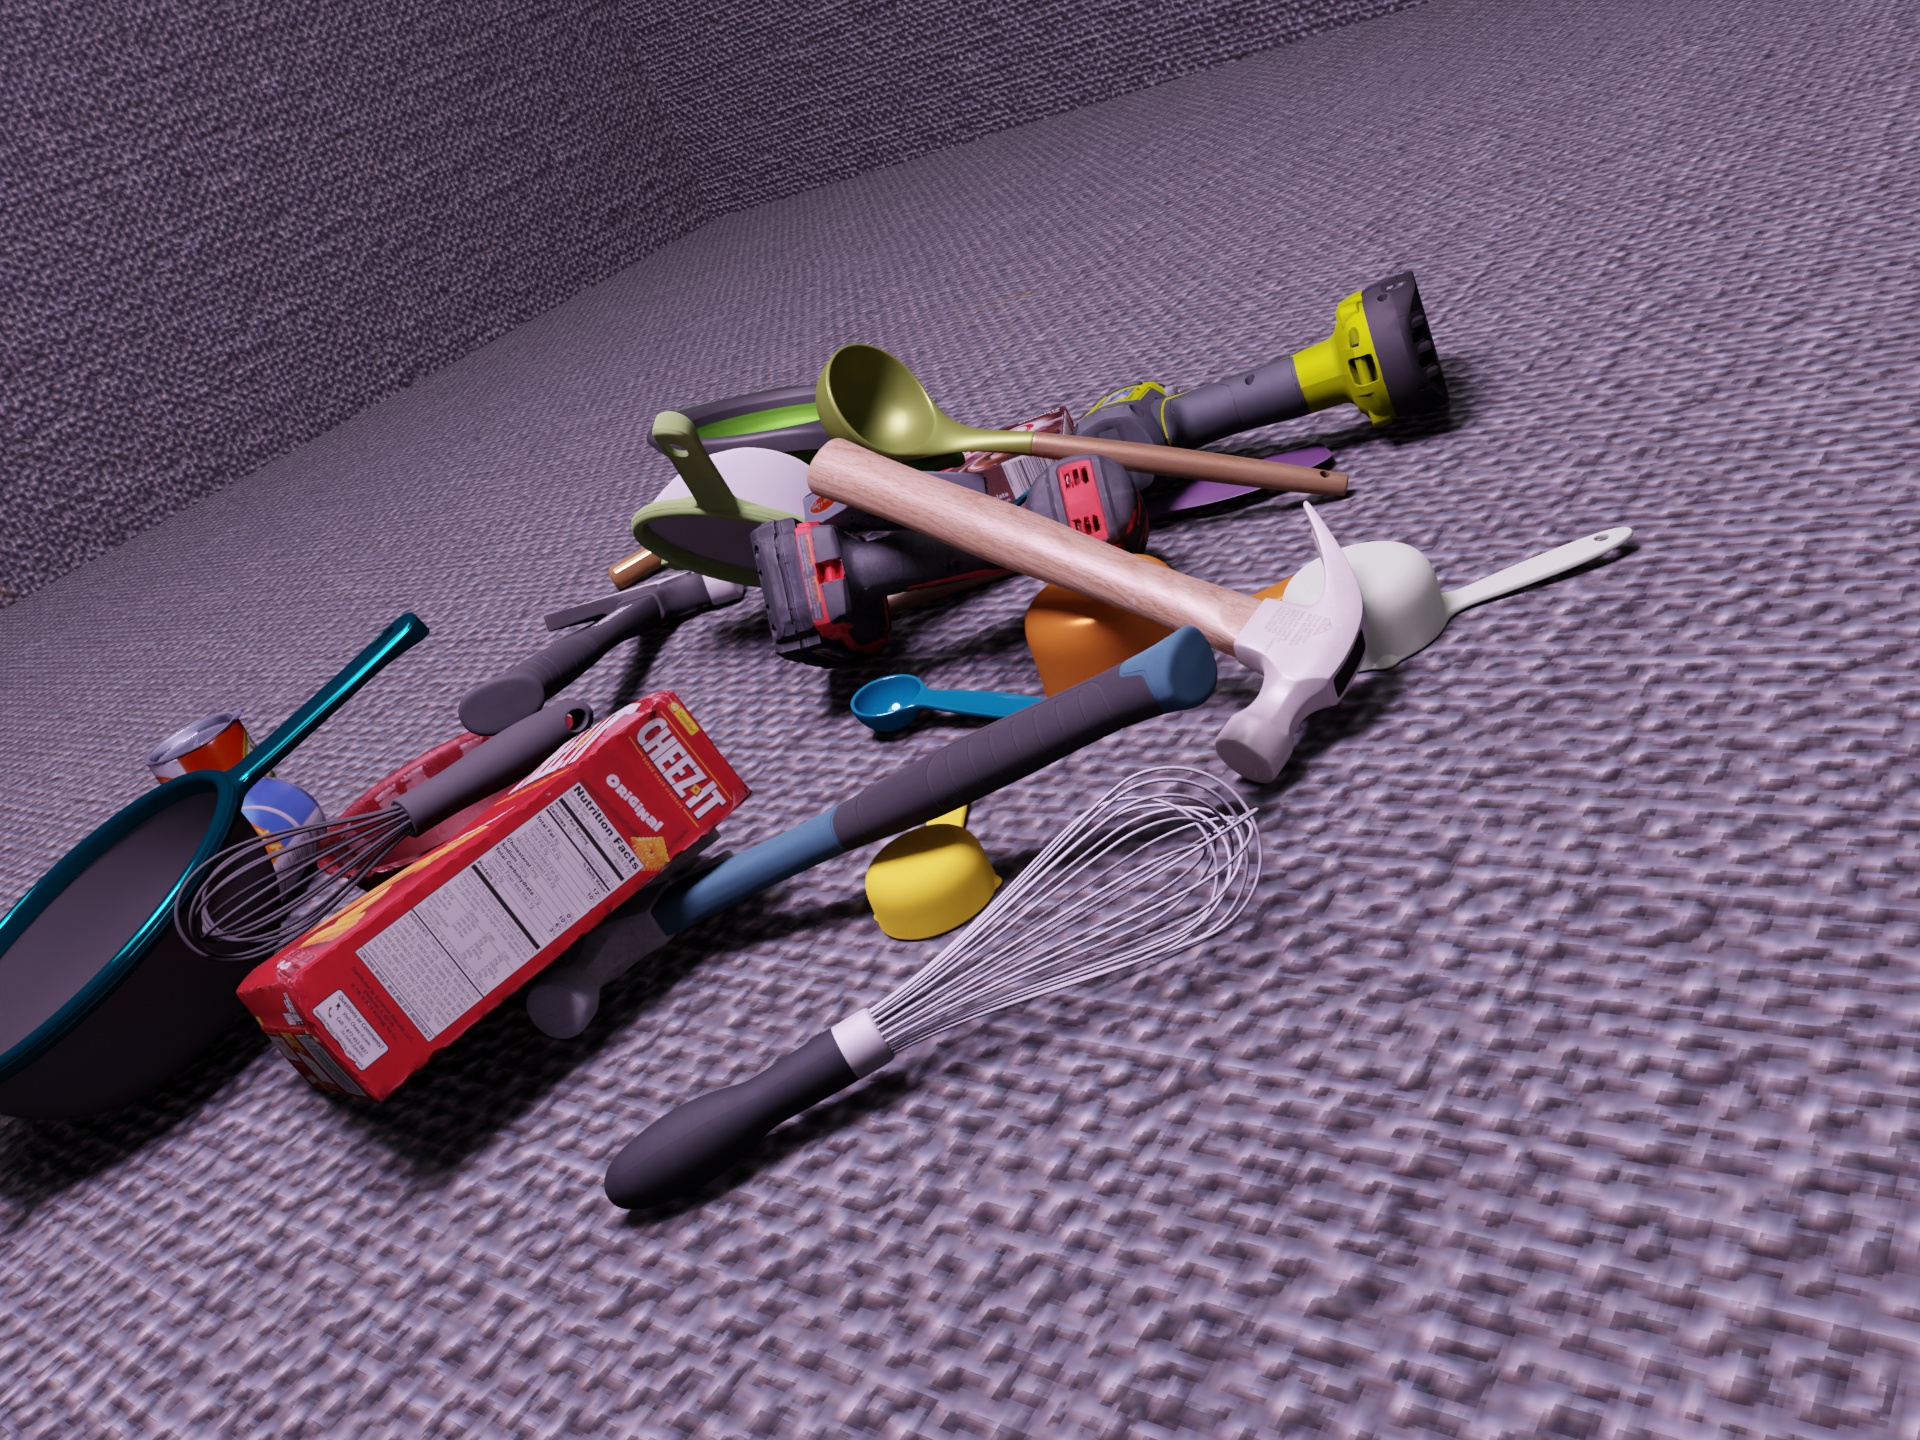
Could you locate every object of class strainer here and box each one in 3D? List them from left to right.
[{"bbox_3d":[-0.395,0.088,0.862,0.340,0.095,0.211,-47,32,-16],"label":"strainer"},{"bbox_3d":[-0.142,-0.153,0.997,0.151,0.256,0.069,7,76,8],"label":"strainer"}]

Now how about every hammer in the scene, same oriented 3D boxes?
[{"bbox_3d":[-0.250,-0.047,1.044,0.146,0.035,0.335,-16,13,10],"label":"hammer"},{"bbox_3d":[-0.039,0.043,0.704,0.331,0.033,0.128,-26,16,20],"label":"hammer"},{"bbox_3d":[0.050,-0.084,0.791,0.331,0.031,0.130,26,68,34],"label":"hammer"}]

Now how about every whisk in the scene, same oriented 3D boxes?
[{"bbox_3d":[-0.286,0.047,0.818,0.055,0.055,0.239,5,31,46],"label":"whisk"},{"bbox_3d":[-0.185,-0.181,1.330,0.245,0.047,0.051,-32,-14,-7],"label":"whisk"},{"bbox_3d":[-0.009,0.106,0.603,0.284,0.070,0.070,-30,25,-3],"label":"whisk"}]

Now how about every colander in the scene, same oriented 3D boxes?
[{"bbox_3d":[-0.095,-0.177,1.163,0.204,0.094,0.397,-18,22,-23],"label":"colander"}]

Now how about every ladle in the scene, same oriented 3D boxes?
[{"bbox_3d":[0.070,-0.170,0.944,0.320,0.062,0.078,9,53,9],"label":"ladle"}]

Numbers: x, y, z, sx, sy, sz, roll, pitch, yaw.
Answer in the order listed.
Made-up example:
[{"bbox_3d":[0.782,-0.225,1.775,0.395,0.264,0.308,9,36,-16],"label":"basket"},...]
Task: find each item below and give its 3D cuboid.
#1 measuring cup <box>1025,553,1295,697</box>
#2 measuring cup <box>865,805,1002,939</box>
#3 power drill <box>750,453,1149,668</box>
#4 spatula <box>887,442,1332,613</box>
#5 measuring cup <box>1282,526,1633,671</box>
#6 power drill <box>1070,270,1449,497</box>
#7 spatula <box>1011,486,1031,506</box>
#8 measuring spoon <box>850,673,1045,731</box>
[{"bbox_3d":[0.116,-0.067,0.833,0.173,0.052,0.095,-24,25,4],"label":"measuring cup"},{"bbox_3d":[-0.012,0.044,0.748,0.062,0.029,0.157,-17,28,13],"label":"measuring cup"},{"bbox_3d":[0.002,-0.095,0.928,0.219,0.078,0.143,-14,-5,11],"label":"power drill"},{"bbox_3d":[0.080,-0.118,1.007,0.316,0.018,0.060,-18,21,8],"label":"spatula"},{"bbox_3d":[0.235,-0.073,0.761,0.167,0.038,0.083,-20,25,11],"label":"measuring cup"},{"bbox_3d":[0.190,-0.213,1.030,0.228,0.080,0.190,-16,15,20],"label":"power drill"},{"bbox_3d":[-0.065,-0.126,1.117,0.317,0.044,0.082,-3,31,39],"label":"spatula"},{"bbox_3d":[-0.001,-0.003,0.858,0.129,0.021,0.042,6,37,31],"label":"measuring spoon"}]
